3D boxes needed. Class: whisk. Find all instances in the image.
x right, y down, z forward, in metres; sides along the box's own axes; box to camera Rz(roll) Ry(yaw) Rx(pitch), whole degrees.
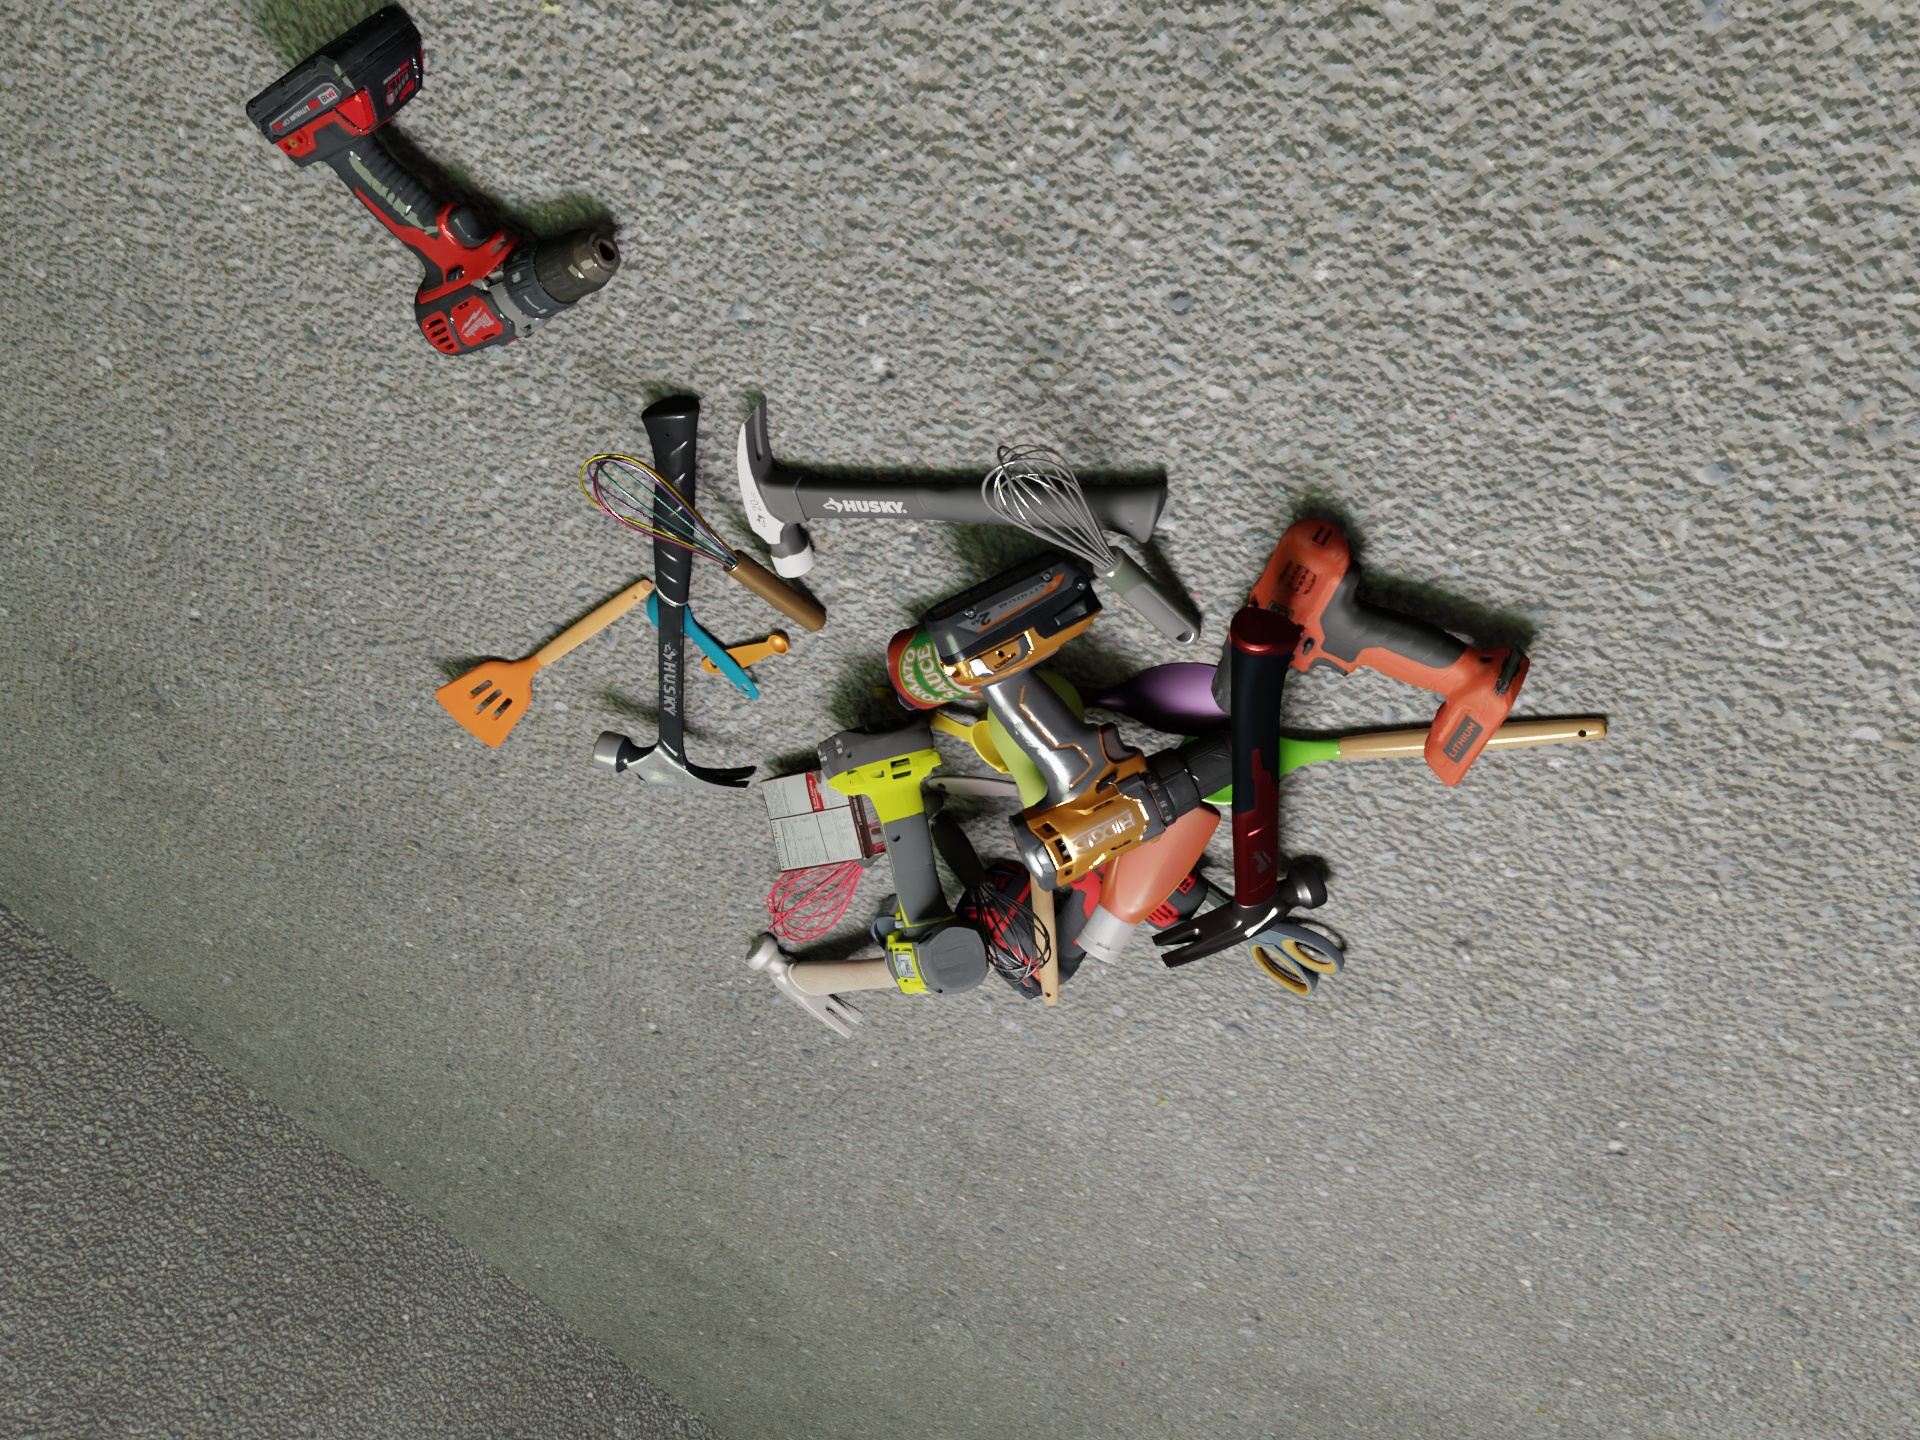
[{"bbox_3d":[-0.101,0.136,1.493,0.073,0.073,0.295,39,135,-12],"label":"whisk"},{"bbox_3d":[0.096,-0.111,1.073,0.058,0.059,0.246,-33,138,22],"label":"whisk"},{"bbox_3d":[0.018,0.141,1.334,0.055,0.239,0.055,-9,119,-17],"label":"whisk"},{"bbox_3d":[-0.195,-0.134,1.230,0.244,0.047,0.051,36,-176,-39],"label":"whisk"}]

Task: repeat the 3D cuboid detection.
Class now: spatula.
[{"bbox_3d":[0.082,-0.022,1.248,0.316,0.018,0.059,4,113,29],"label":"spatula"},{"bbox_3d":[-0.377,-0.059,1.463,0.322,0.041,0.081,-25,116,43],"label":"spatula"}]

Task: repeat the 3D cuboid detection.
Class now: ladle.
[{"bbox_3d":[0.068,0.103,1.293,0.078,0.062,0.319,9,126,22],"label":"ladle"}]

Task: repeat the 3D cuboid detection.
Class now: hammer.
[{"bbox_3d":[-0.236,-0.090,1.324,0.149,0.036,0.408,15,133,5],"label":"hammer"},{"bbox_3d":[0.196,0.057,1.132,0.143,0.038,0.385,-23,144,-5],"label":"hammer"},{"bbox_3d":[-0.012,-0.162,1.145,0.335,0.035,0.146,5,135,26],"label":"hammer"},{"bbox_3d":[-0.075,0.250,1.545,0.146,0.038,0.410,41,152,-16],"label":"hammer"}]

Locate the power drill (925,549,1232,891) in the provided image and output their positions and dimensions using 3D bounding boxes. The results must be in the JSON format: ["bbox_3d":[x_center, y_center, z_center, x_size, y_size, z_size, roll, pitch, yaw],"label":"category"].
[{"bbox_3d":[0.094,-0.009,1.155,0.185,0.084,0.226,-26,104,0],"label":"power drill"}]

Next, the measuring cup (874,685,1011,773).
[{"bbox_3d":[-0.002,-0.004,1.320,0.157,0.029,0.062,24,142,25],"label":"measuring cup"}]

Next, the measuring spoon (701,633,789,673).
[{"bbox_3d":[-0.186,-0.058,1.378,0.117,0.011,0.021,-13,118,44],"label":"measuring spoon"}]

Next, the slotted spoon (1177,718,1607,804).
[{"bbox_3d":[0.303,0.020,1.155,0.314,0.031,0.070,-6,111,32],"label":"slotted spoon"}]

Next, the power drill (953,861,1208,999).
[{"bbox_3d":[0.095,0.145,1.369,0.143,0.078,0.219,44,135,-7],"label":"power drill"}]

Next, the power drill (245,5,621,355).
[{"bbox_3d":[-0.356,-0.367,1.103,0.188,0.080,0.226,-8,131,36],"label":"power drill"}]

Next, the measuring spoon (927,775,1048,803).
[{"bbox_3d":[0.023,0.063,1.372,0.124,0.018,0.034,3,134,30],"label":"measuring spoon"}]

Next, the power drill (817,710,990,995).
[{"bbox_3d":[-0.049,0.115,1.316,0.171,0.080,0.223,155,101,-72],"label":"power drill"}]

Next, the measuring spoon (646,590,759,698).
[{"bbox_3d":[-0.225,-0.060,1.377,0.128,0.021,0.042,46,140,-9],"label":"measuring spoon"}]
